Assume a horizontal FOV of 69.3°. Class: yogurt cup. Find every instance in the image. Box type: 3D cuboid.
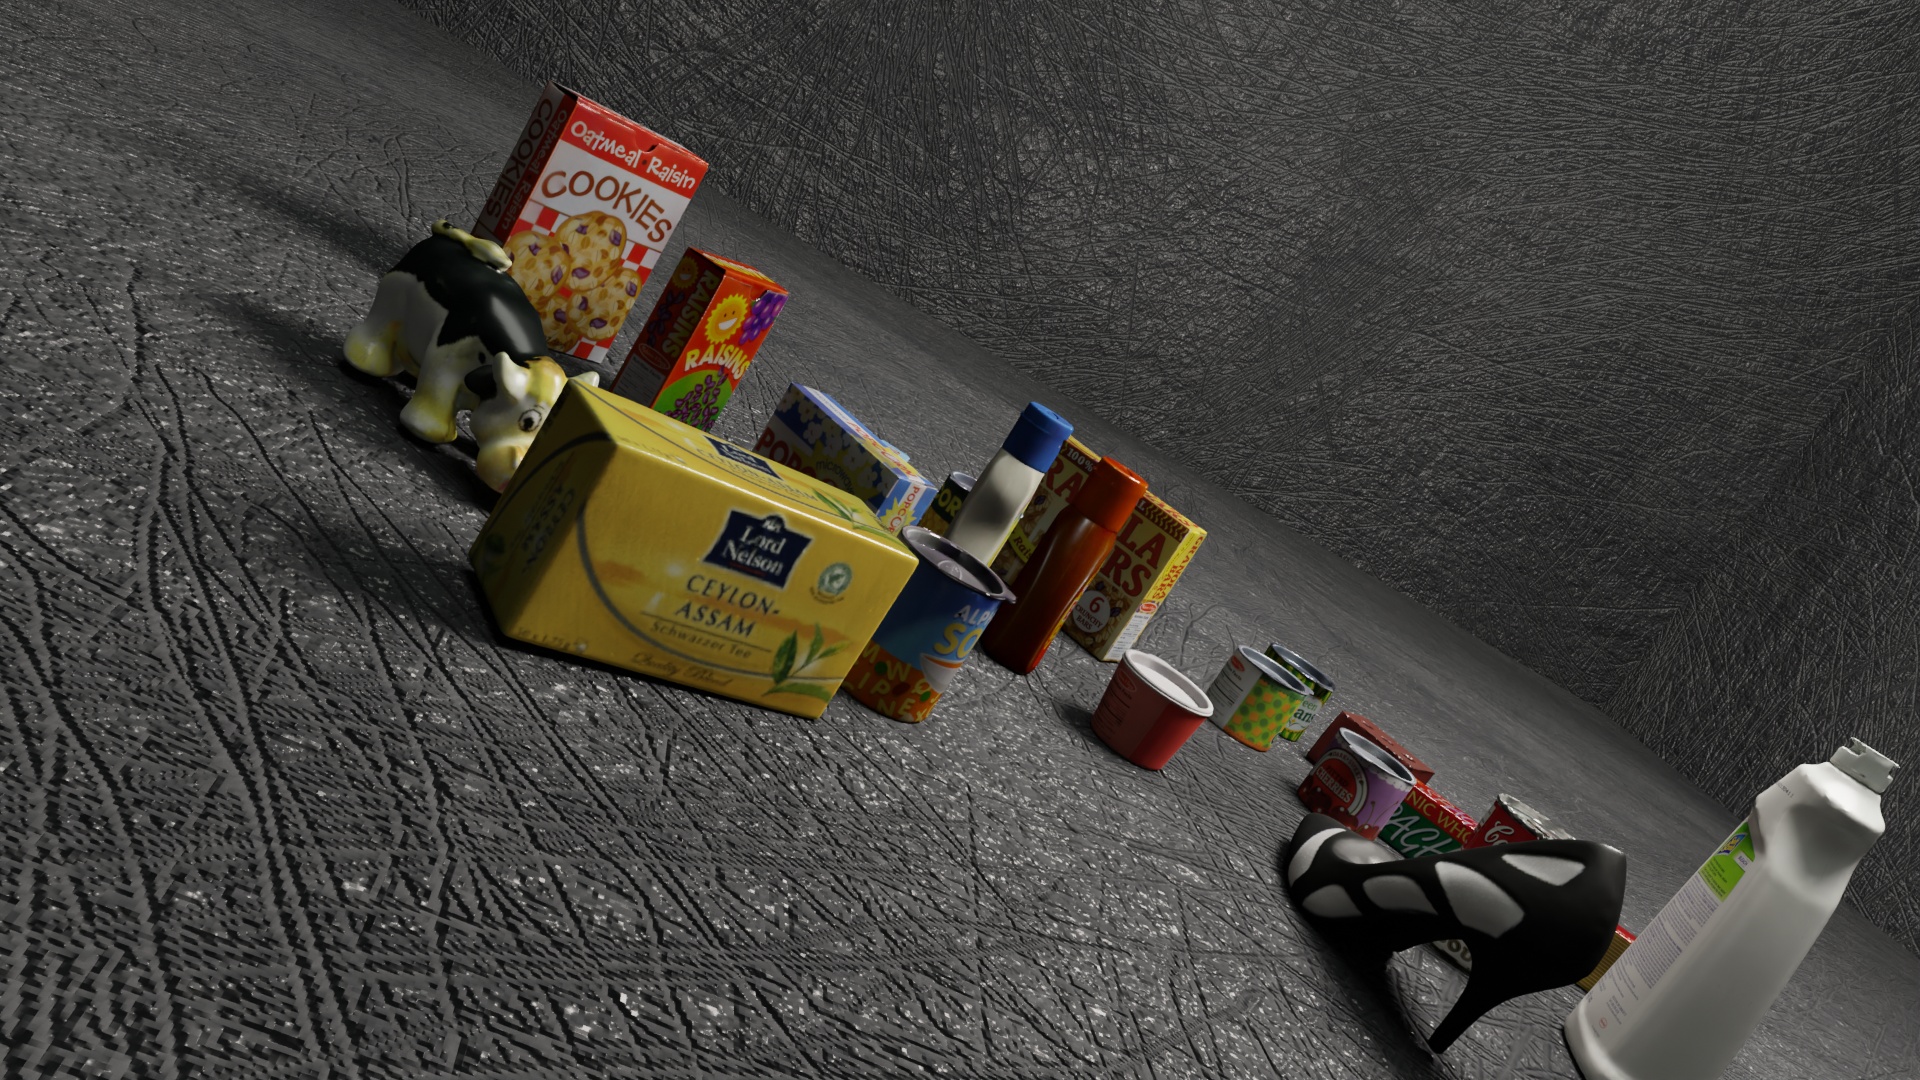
[{"bbox_3d":[0.120,0.111,0.895,0.072,0.054,0.072,31,12,-7],"label":"yogurt cup"}]

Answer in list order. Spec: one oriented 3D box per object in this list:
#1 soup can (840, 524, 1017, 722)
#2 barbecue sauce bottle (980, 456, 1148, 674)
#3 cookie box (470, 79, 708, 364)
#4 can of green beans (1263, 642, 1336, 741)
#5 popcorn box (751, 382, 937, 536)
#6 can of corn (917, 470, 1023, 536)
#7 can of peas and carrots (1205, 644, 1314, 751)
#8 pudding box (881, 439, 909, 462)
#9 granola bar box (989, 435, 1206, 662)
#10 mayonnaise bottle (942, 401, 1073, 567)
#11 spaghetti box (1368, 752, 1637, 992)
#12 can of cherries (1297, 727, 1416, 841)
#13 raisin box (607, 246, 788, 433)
[{"bbox_3d":[-0.022,0.046,0.734,0.071,0.083,0.071,31,12,-7],"label":"soup can"},{"bbox_3d":[0.069,0.015,0.920,0.043,0.148,0.065,31,12,-4],"label":"barbecue sauce bottle"},{"bbox_3d":[-0.262,-0.213,0.953,0.040,0.167,0.123,39,14,30],"label":"cookie box"},{"bbox_3d":[0.278,0.130,1.190,0.071,0.057,0.071,31,12,-7],"label":"can of green beans"},{"bbox_3d":[-0.083,-0.033,0.886,0.038,0.085,0.127,17,19,-51],"label":"popcorn box"},{"bbox_3d":[0.004,-0.014,1.082,0.071,0.058,0.071,31,12,-7],"label":"can of corn"},{"bbox_3d":[0.234,0.126,1.100,0.071,0.058,0.071,31,12,-7],"label":"can of peas and carrots"},{"bbox_3d":[-0.071,-0.048,1.051,0.030,0.049,0.084,33,12,5],"label":"pudding box"},{"bbox_3d":[0.094,-0.001,1.098,0.166,0.124,0.039,40,14,30],"label":"granola bar box"},{"bbox_3d":[0.025,-0.026,0.973,0.041,0.147,0.065,32,12,-1],"label":"mayonnaise bottle"},{"bbox_3d":[0.395,0.250,1.031,0.250,0.050,0.029,37,13,21],"label":"spaghetti box"},{"bbox_3d":[0.290,0.181,1.026,0.071,0.058,0.072,31,12,-7],"label":"can of cherries"},{"bbox_3d":[-0.179,-0.132,0.945,0.040,0.123,0.086,36,13,18],"label":"raisin box"}]
